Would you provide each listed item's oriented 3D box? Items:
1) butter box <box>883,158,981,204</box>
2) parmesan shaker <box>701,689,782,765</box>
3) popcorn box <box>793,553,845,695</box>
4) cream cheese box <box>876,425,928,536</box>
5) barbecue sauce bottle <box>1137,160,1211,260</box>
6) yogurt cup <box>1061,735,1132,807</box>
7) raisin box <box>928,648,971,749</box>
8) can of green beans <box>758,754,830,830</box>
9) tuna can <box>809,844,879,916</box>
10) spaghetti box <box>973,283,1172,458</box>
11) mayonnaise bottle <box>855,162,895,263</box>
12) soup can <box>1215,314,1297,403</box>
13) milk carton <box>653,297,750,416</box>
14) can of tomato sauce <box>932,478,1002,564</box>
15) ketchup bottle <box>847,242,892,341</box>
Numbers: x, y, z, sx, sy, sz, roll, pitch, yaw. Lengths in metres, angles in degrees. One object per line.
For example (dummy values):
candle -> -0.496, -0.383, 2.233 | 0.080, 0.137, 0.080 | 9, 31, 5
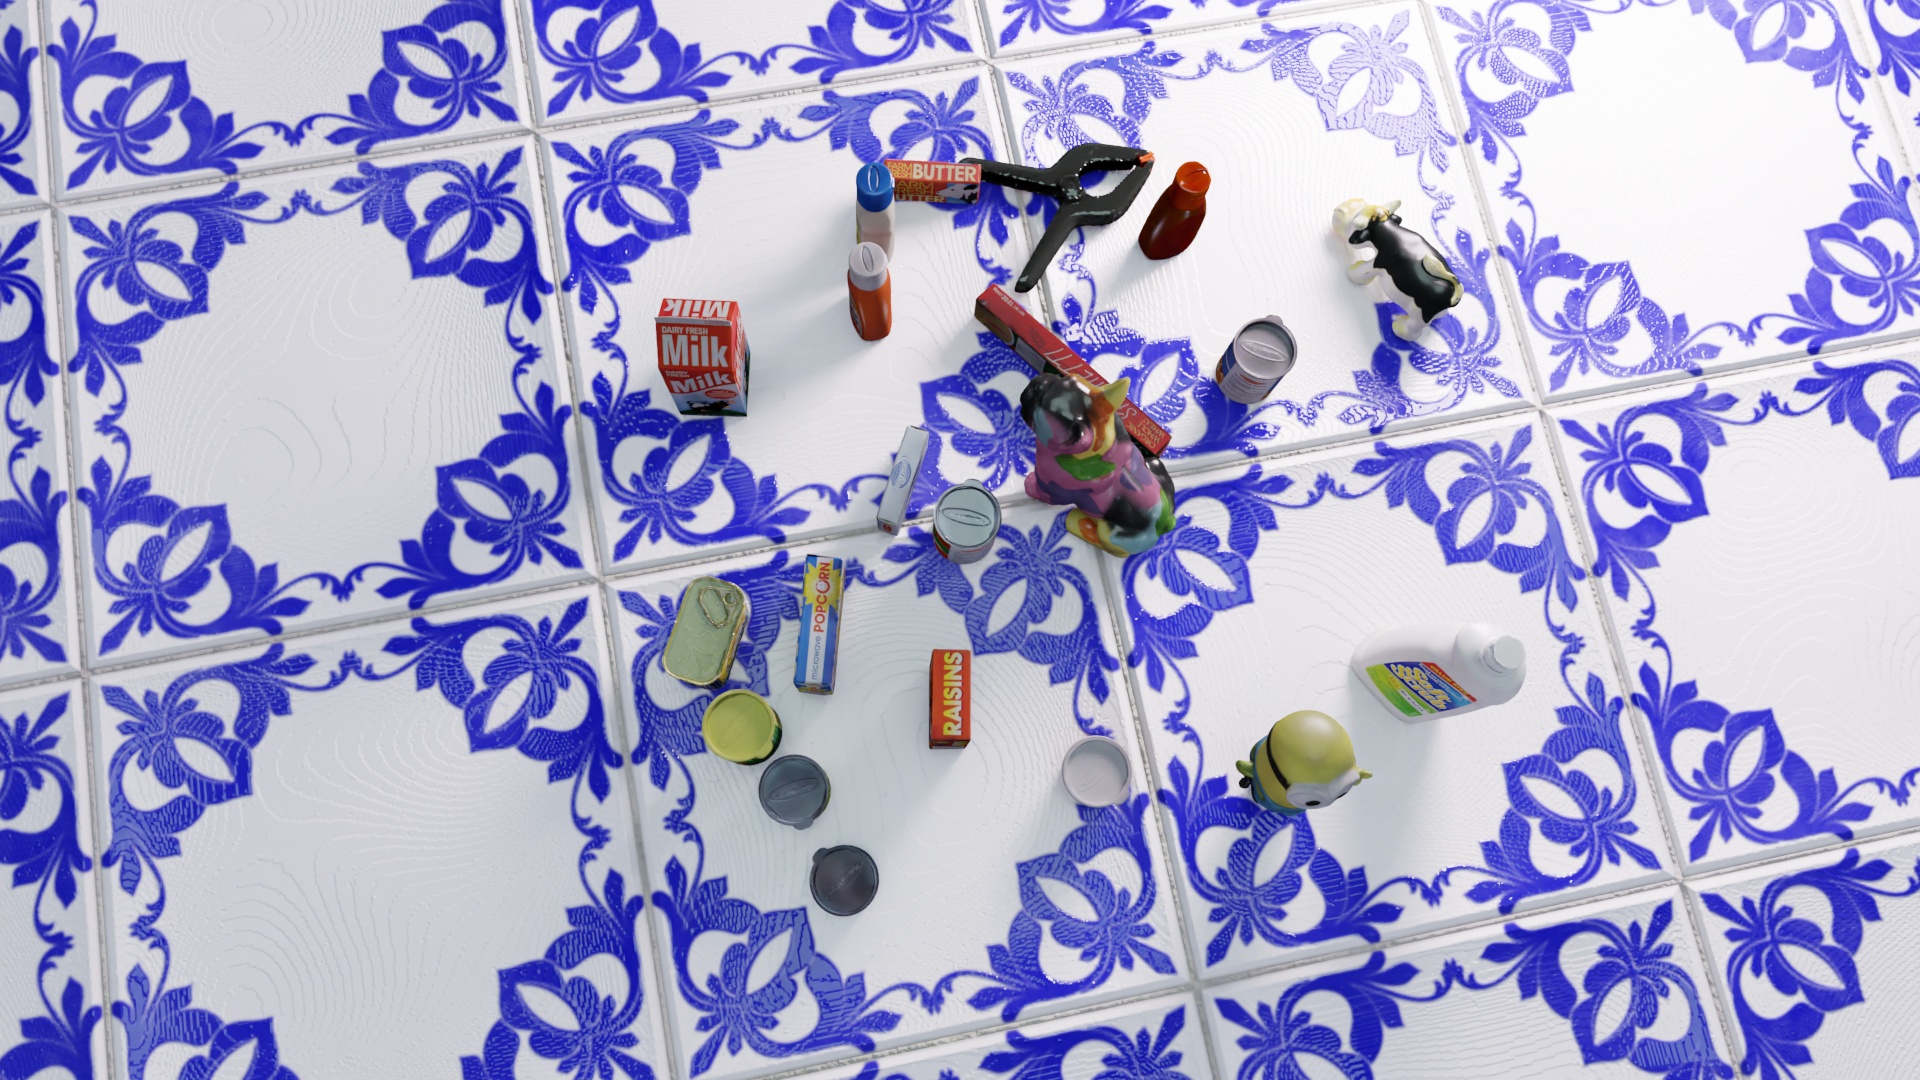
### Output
butter box -> -0.031, -0.382, 1.479 | 0.103, 0.053, 0.024 | 3, 78, -2
parmesan shaker -> -0.204, 0.181, 1.319 | 0.071, 0.103, 0.071 | 1, 78, -3
popcorn box -> -0.137, 0.084, 1.353 | 0.038, 0.085, 0.127 | 5, 77, -2
cream cheese box -> -0.059, -0.060, 1.405 | 0.024, 0.053, 0.104 | 18, 77, 1
barbecue sauce bottle -> 0.226, -0.341, 1.434 | 0.065, 0.148, 0.044 | -25, 80, -8
yogurt cup -> 0.129, 0.226, 1.351 | 0.072, 0.054, 0.072 | 1, 78, -3
raisin box -> -0.011, 0.153, 1.324 | 0.040, 0.123, 0.086 | 1, 78, -2
can of green beans -> -0.158, 0.240, 1.331 | 0.071, 0.057, 0.071 | 1, 78, -3
tuna can -> -0.112, 0.323, 1.328 | 0.071, 0.032, 0.071 | 1, 78, -3
spaghetti box -> 0.115, -0.170, 1.440 | 0.250, 0.050, 0.029 | 42, 79, 6
mayonnaise bottle -> -0.087, -0.336, 1.417 | 0.041, 0.147, 0.065 | -2, 78, -3
soup can -> 0.306, -0.187, 1.436 | 0.071, 0.083, 0.071 | 1, 78, -3
milk carton -> -0.249, -0.182, 1.353 | 0.072, 0.190, 0.073 | 2, 78, -2
can of tomato sauce -> 0.005, -0.017, 1.384 | 0.071, 0.083, 0.071 | 1, 78, -3
ketchup bottle -> -0.091, -0.254, 1.398 | 0.043, 0.148, 0.065 | -13, 79, -5
